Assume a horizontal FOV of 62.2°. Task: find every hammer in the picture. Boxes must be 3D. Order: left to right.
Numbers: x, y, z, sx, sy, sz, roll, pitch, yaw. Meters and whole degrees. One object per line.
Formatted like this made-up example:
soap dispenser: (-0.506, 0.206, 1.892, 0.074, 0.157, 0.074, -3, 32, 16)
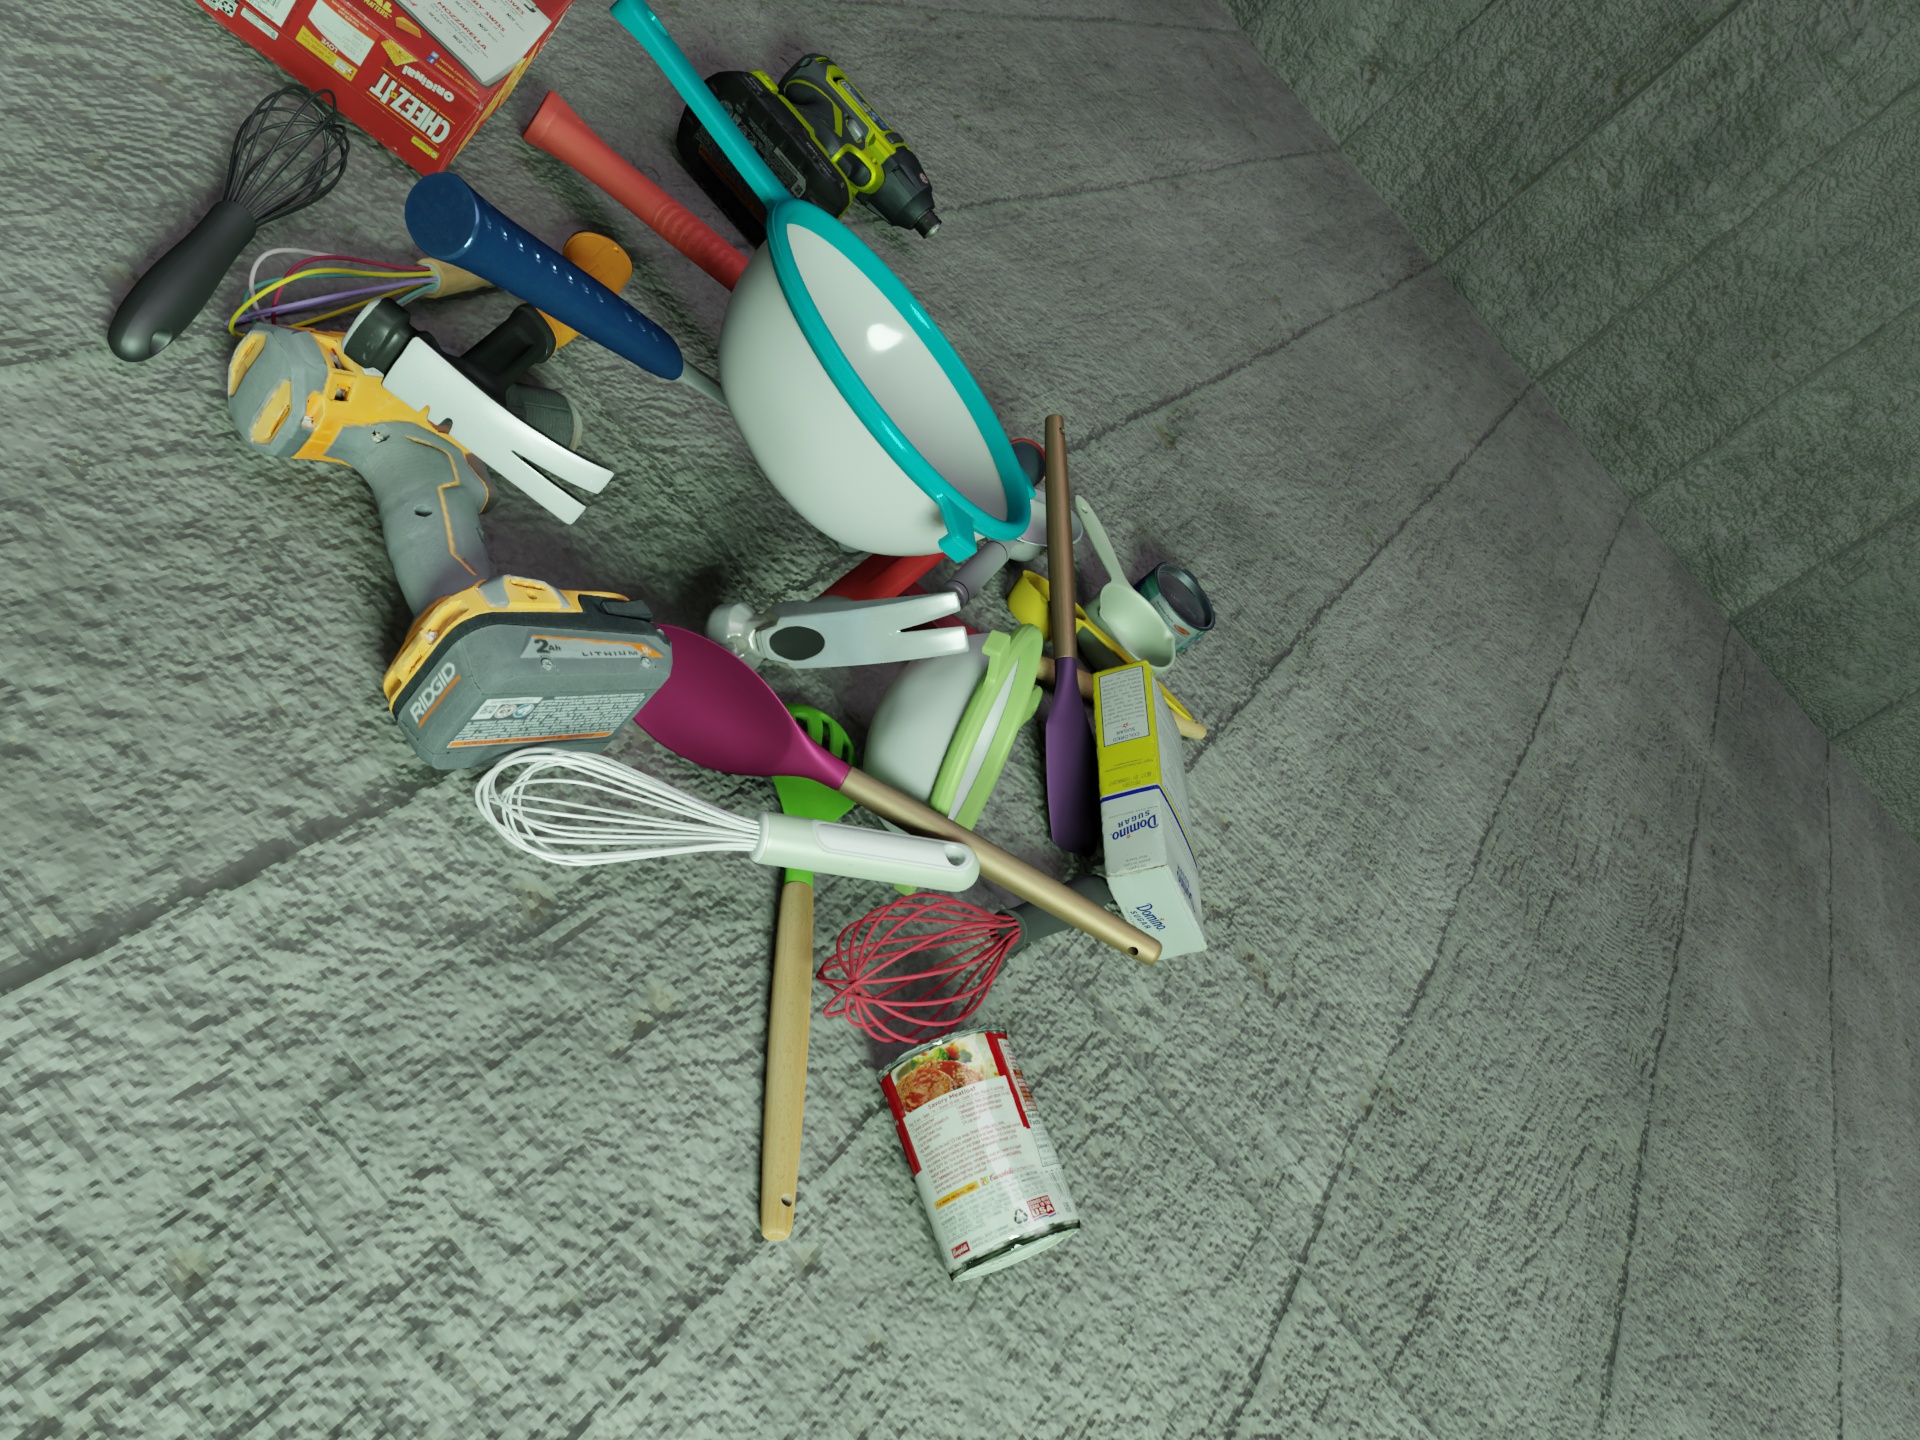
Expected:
hammer: (-0.217, -0.209, 0.856, 0.127, 0.034, 0.337, 38, 21, -17)
hammer: (-0.156, -0.196, 0.862, 0.144, 0.035, 0.405, 60, 13, 16)
hammer: (-0.137, -0.285, 1.028, 0.359, 0.036, 0.149, 40, 15, 7)
hammer: (-0.003, -0.113, 0.971, 0.386, 0.143, 0.038, -48, 130, -59)

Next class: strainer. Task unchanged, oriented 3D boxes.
strainer: (-0.098, -0.213, 0.839, 0.340, 0.095, 0.211, 53, 20, -6)
strainer: (-0.001, -0.003, 0.939, 0.069, 0.151, 0.256, 22, 14, 8)
strainer: (0.024, -0.115, 1.086, 0.087, 0.050, 0.258, 24, 27, 8)

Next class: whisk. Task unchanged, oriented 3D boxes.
whisk: (-0.363, -0.251, 0.796, 0.055, 0.055, 0.239, 33, 41, -24)
whisk: (-0.297, -0.236, 0.854, 0.051, 0.047, 0.245, 28, 29, 8)
whisk: (-0.102, 0.052, 0.747, 0.246, 0.059, 0.058, 11, 44, -24)
whisk: (0.017, 0.116, 0.854, 0.073, 0.073, 0.295, 59, 26, 12)

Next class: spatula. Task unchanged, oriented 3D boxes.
spatula: (0.071, -0.063, 1.063, 0.059, 0.018, 0.316, 19, 62, -45)

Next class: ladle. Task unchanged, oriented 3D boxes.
ladle: (0.067, -0.033, 1.092, 0.315, 0.031, 0.069, 20, 27, -40)

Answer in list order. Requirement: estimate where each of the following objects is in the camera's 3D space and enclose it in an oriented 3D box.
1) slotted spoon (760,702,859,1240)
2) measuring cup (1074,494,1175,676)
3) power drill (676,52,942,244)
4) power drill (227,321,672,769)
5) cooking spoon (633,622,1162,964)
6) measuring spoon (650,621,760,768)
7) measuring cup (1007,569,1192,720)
slotted spoon: (-0.080, 0.106, 0.793, 0.070, 0.031, 0.314, 28, 41, -29)
measuring cup: (0.105, -0.096, 1.188, 0.083, 0.038, 0.168, 13, 47, -42)
power drill: (-0.107, -0.436, 1.237, 0.171, 0.080, 0.223, 48, 31, -3)
power drill: (-0.227, -0.091, 0.771, 0.185, 0.084, 0.226, -4, 56, -56)
cooking spoon: (-0.037, 0.042, 0.810, 0.319, 0.068, 0.017, 30, 28, -3)
measuring spoon: (-0.139, -0.021, 0.836, 0.124, 0.018, 0.034, 43, 56, 7)
measuring cup: (0.095, -0.044, 1.107, 0.156, 0.029, 0.062, 42, 17, 6)
